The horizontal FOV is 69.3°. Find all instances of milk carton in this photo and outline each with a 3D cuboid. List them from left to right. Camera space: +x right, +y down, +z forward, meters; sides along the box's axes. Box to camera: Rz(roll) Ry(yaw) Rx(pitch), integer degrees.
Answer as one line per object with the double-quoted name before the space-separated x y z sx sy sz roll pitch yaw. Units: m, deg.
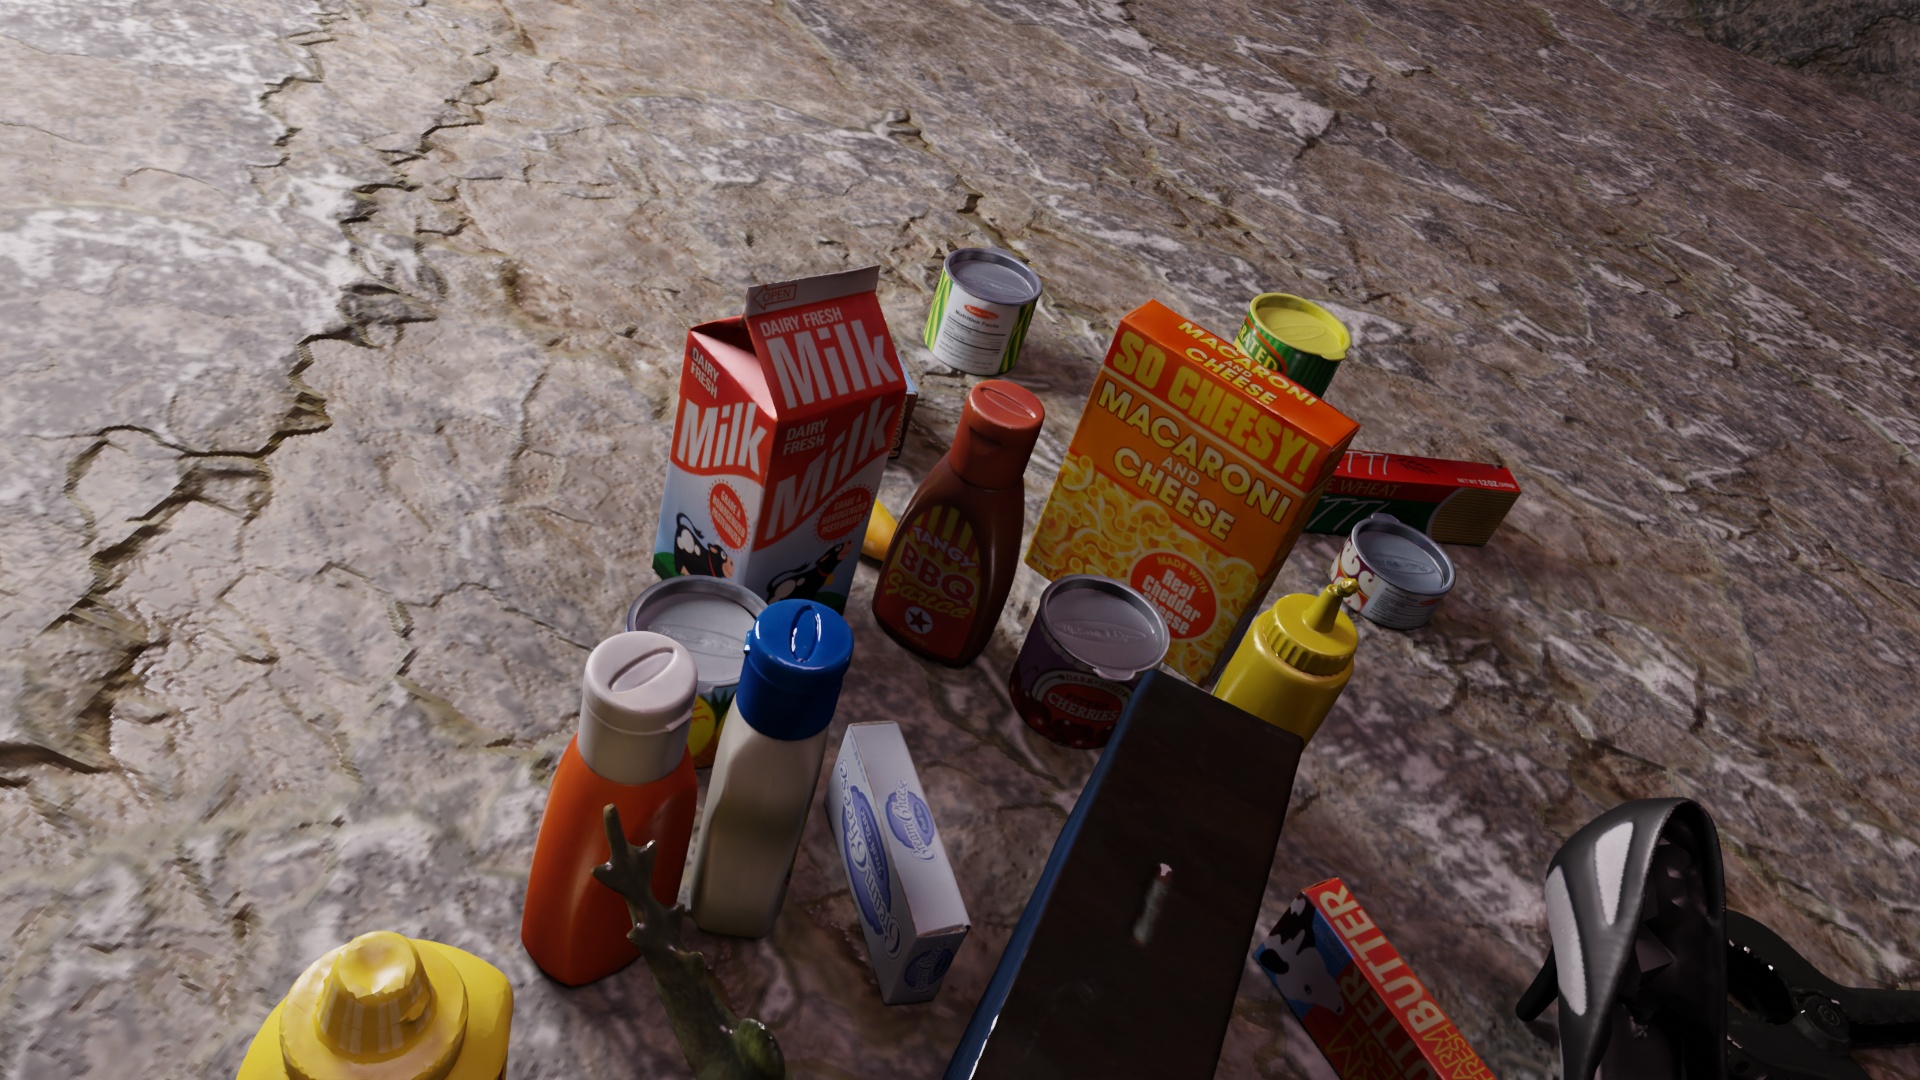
"milk carton" -0.084 -0.042 0.640 0.072 0.189 0.073 -20 53 -38

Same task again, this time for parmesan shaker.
"parmesan shaker" 0.198 -0.096 0.888 0.071 0.102 0.072 12 40 -10

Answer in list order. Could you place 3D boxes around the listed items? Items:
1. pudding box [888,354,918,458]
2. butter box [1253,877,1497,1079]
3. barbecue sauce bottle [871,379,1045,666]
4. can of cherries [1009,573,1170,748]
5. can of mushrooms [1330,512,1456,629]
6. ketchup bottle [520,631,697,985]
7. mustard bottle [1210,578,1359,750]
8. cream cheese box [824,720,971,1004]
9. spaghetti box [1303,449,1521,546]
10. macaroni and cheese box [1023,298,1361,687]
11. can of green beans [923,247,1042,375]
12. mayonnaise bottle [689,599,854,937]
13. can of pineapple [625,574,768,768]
"pudding box" -0.056 -0.093 0.823 0.030 0.049 0.084 -3 44 -25
"butter box" 0.170 0.197 0.575 0.024 0.052 0.104 -10 47 -31
"barbecue sauce bottle" 0.002 -0.008 0.670 0.065 0.147 0.044 31 40 14
"can of cherries" 0.062 0.061 0.685 0.071 0.058 0.072 12 40 -10
"can of mushrooms" 0.259 0.018 0.836 0.071 0.033 0.071 12 40 -10
"ketchup bottle" -0.121 0.096 0.497 0.043 0.148 0.065 35 41 18
"mustard bottle" 0.140 0.070 0.626 0.049 0.159 0.065 33 41 16
"cream cheese box" -0.028 0.131 0.571 0.024 0.053 0.104 -1 43 -24
"spaghetti box" 0.232 -0.031 0.869 0.250 0.049 0.029 4 41 -18
"macaroni and cheese box" 0.113 -0.023 0.718 0.124 0.165 0.040 35 41 19
"can of green beans" 0.014 -0.150 0.912 0.071 0.057 0.071 12 40 -10
"mayonnaise bottle" -0.073 0.086 0.529 0.041 0.147 0.065 13 39 -9
"can of pineapple" -0.118 0.059 0.613 0.071 0.057 0.071 12 40 -10
